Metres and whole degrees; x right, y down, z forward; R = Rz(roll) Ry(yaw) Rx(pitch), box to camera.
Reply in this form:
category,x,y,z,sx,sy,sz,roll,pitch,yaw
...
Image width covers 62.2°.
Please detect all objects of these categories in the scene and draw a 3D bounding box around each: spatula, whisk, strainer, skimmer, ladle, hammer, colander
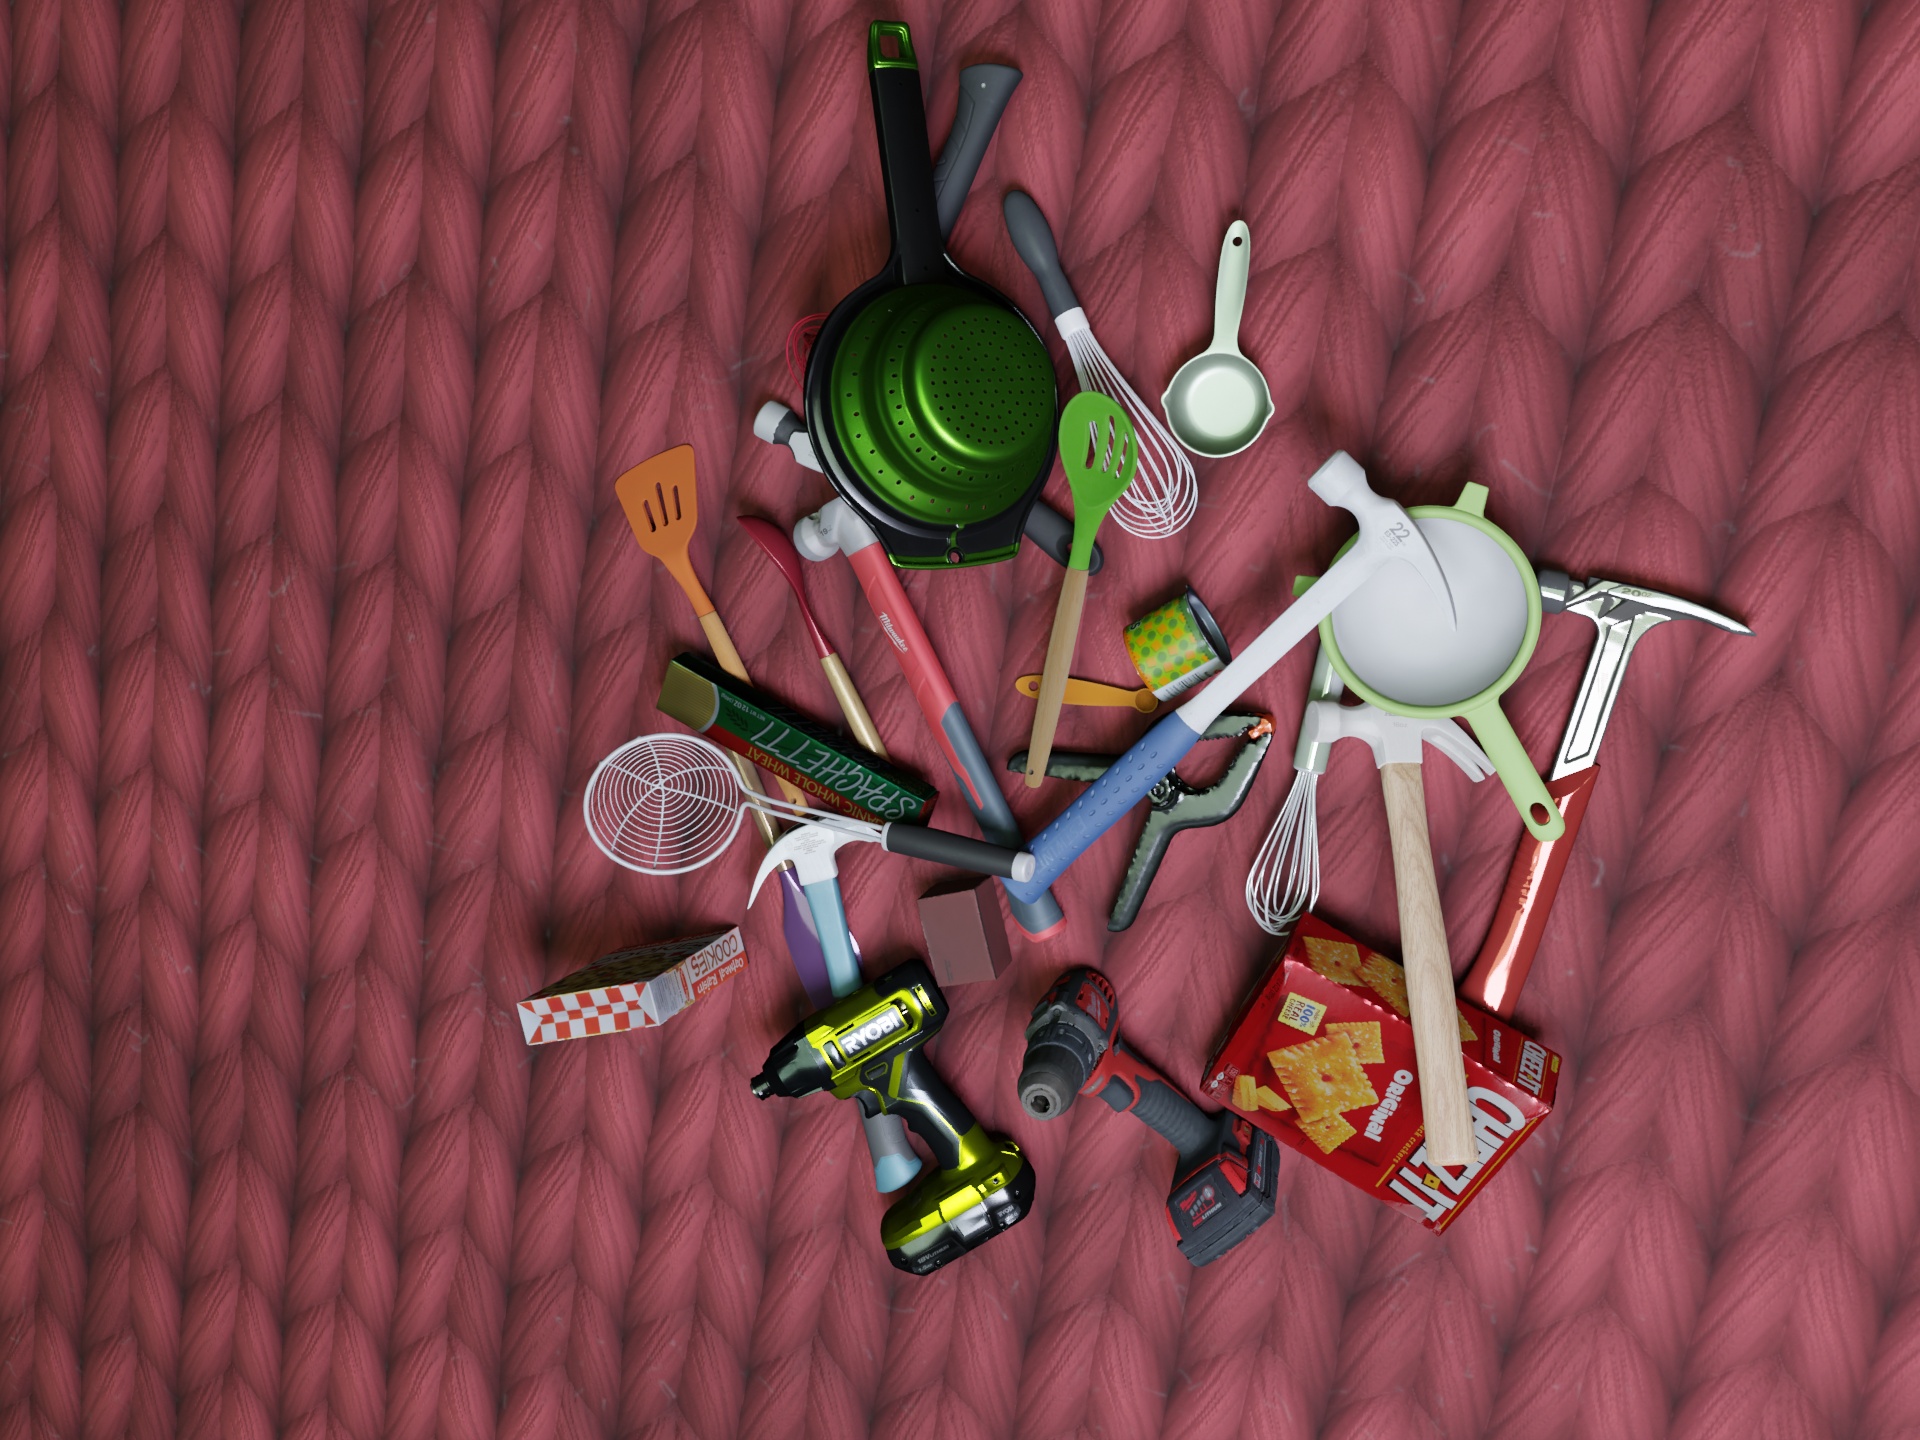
category,x,y,z,sx,sy,sz,roll,pitch,yaw
spatula,-0.156,0.102,1.350,0.060,0.018,0.316,-21,95,13
whisk,0.262,0.044,1.201,0.059,0.057,0.246,20,103,44
strainer,0.362,-0.033,1.137,0.151,0.069,0.256,-30,89,23
skimmer,-0.123,0.090,1.243,0.363,0.090,0.127,11,115,24
ladle,-0.098,-0.029,1.295,0.031,0.069,0.315,-27,98,-4
spatula,-0.197,-0.069,1.329,0.081,0.041,0.322,-22,98,20
hammer,-0.089,0.241,1.341,0.128,0.033,0.331,-13,99,3
hammer,0.328,0.142,1.125,0.130,0.031,0.331,-1,74,-9
whisk,0.096,-0.266,1.186,0.070,0.070,0.284,-26,88,19
hammer,-0.002,-0.004,1.248,0.143,0.038,0.386,-19,100,51
whisk,-0.007,-0.202,1.197,0.295,0.073,0.073,37,109,-13
colander,-0.011,-0.309,1.119,0.204,0.094,0.397,-8,91,-25
hammer,0.177,-0.002,1.153,0.144,0.035,0.405,45,113,2
hammer,0.442,0.076,1.157,0.149,0.037,0.359,17,104,13
hammer,-0.034,-0.339,1.220,0.146,0.035,0.334,29,107,10

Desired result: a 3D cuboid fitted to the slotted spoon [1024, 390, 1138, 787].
category,x,y,z,sx,sy,sz,roll,pitch,yaw
slotted spoon,0.082,-0.091,1.188,0.070,0.031,0.313,26,118,33

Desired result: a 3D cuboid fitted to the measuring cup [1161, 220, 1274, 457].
category,x,y,z,sx,sy,sz,roll,pitch,yaw
measuring cup,0.195,-0.277,1.163,0.083,0.038,0.167,8,101,15

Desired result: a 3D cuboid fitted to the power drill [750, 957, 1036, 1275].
category,x,y,z,sx,sy,sz,roll,pitch,yaw
power drill,-0.053,0.329,1.304,0.171,0.080,0.223,-30,97,0

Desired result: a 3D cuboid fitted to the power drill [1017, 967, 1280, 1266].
category,x,y,z,sx,sy,sz,roll,pitch,yaw
power drill,0.136,0.306,1.216,0.226,0.188,0.080,45,110,0

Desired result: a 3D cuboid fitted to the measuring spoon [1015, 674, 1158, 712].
category,x,y,z,sx,sy,sz,roll,pitch,yaw
measuring spoon,0.100,-0.022,1.256,0.117,0.011,0.021,8,104,19
